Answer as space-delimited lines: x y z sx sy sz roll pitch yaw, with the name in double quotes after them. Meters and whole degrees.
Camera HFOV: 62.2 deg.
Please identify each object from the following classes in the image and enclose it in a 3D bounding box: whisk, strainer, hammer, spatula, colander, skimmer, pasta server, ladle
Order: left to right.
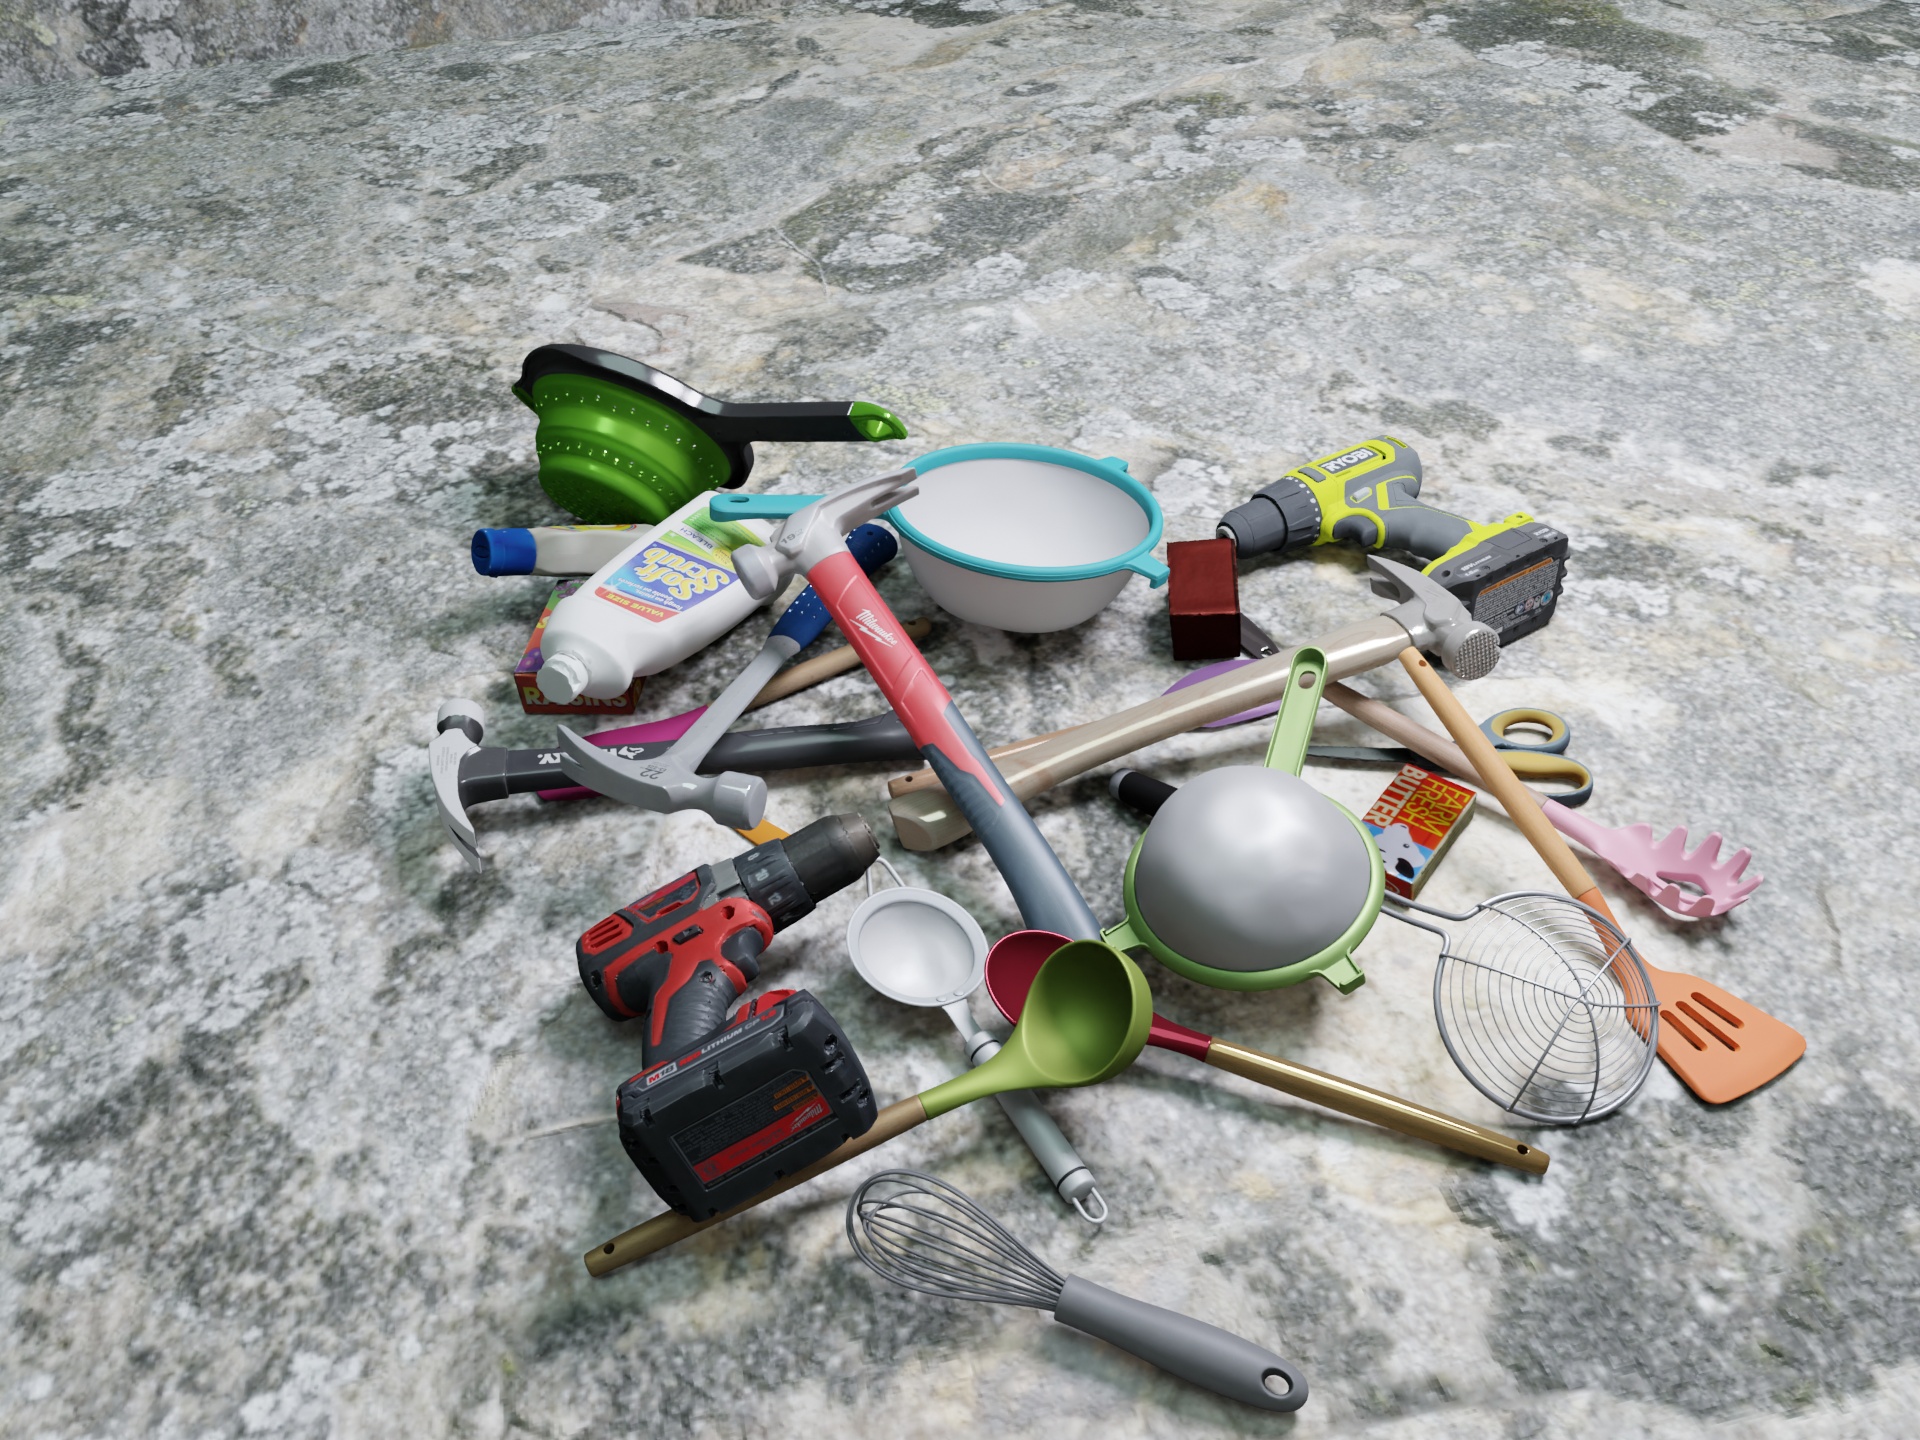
-0.185 0.028 1.074 0.334 0.035 0.146 -5 38 -11 "hammer"
-0.216 -0.207 1.270 0.397 0.204 0.094 7 70 35 "colander"
-0.136 -0.051 1.133 0.144 0.035 0.406 11 31 13 "hammer"
-0.046 0.205 0.821 0.320 0.062 0.078 -24 45 -8 "ladle"
-0.019 -0.128 1.213 0.340 0.095 0.211 0 35 -6 "strainer"
-0.002 -0.003 1.024 0.143 0.038 0.387 -30 63 -10 "hammer"
0.007 0.180 0.894 0.087 0.050 0.259 -12 44 -30 "strainer"
0.052 0.277 0.770 0.239 0.055 0.055 18 43 17 "whisk"
0.098 0.006 1.117 0.316 0.018 0.060 -16 48 -17 "spatula"
0.144 -0.009 1.075 0.410 0.038 0.146 -21 31 -7 "hammer"
0.161 0.187 0.870 0.315 0.031 0.069 17 52 14 "ladle"
0.181 0.036 0.938 0.151 0.069 0.256 6 51 23 "strainer"
0.237 0.116 0.963 0.364 0.090 0.127 25 66 44 "skimmer"
0.356 0.038 1.031 0.316 0.040 0.060 33 53 31 "pasta server"
0.363 0.079 0.949 0.081 0.041 0.323 -21 65 -21 "spatula"

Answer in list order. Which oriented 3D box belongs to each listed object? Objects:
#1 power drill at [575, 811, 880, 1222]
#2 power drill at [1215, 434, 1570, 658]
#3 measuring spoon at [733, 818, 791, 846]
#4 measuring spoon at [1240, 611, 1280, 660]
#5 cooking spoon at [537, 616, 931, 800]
-0.111 0.141 0.865 0.188 0.080 0.227 -28 28 -4 "power drill"
0.331 -0.137 1.236 0.190 0.080 0.229 -23 41 -24 "power drill"
-0.139 0.068 1.060 0.117 0.011 0.021 27 48 32 "measuring spoon"
0.204 -0.076 1.218 0.034 0.018 0.124 -31 52 -13 "measuring spoon"
-0.160 -0.015 1.157 0.319 0.017 0.069 -24 44 -22 "cooking spoon"
